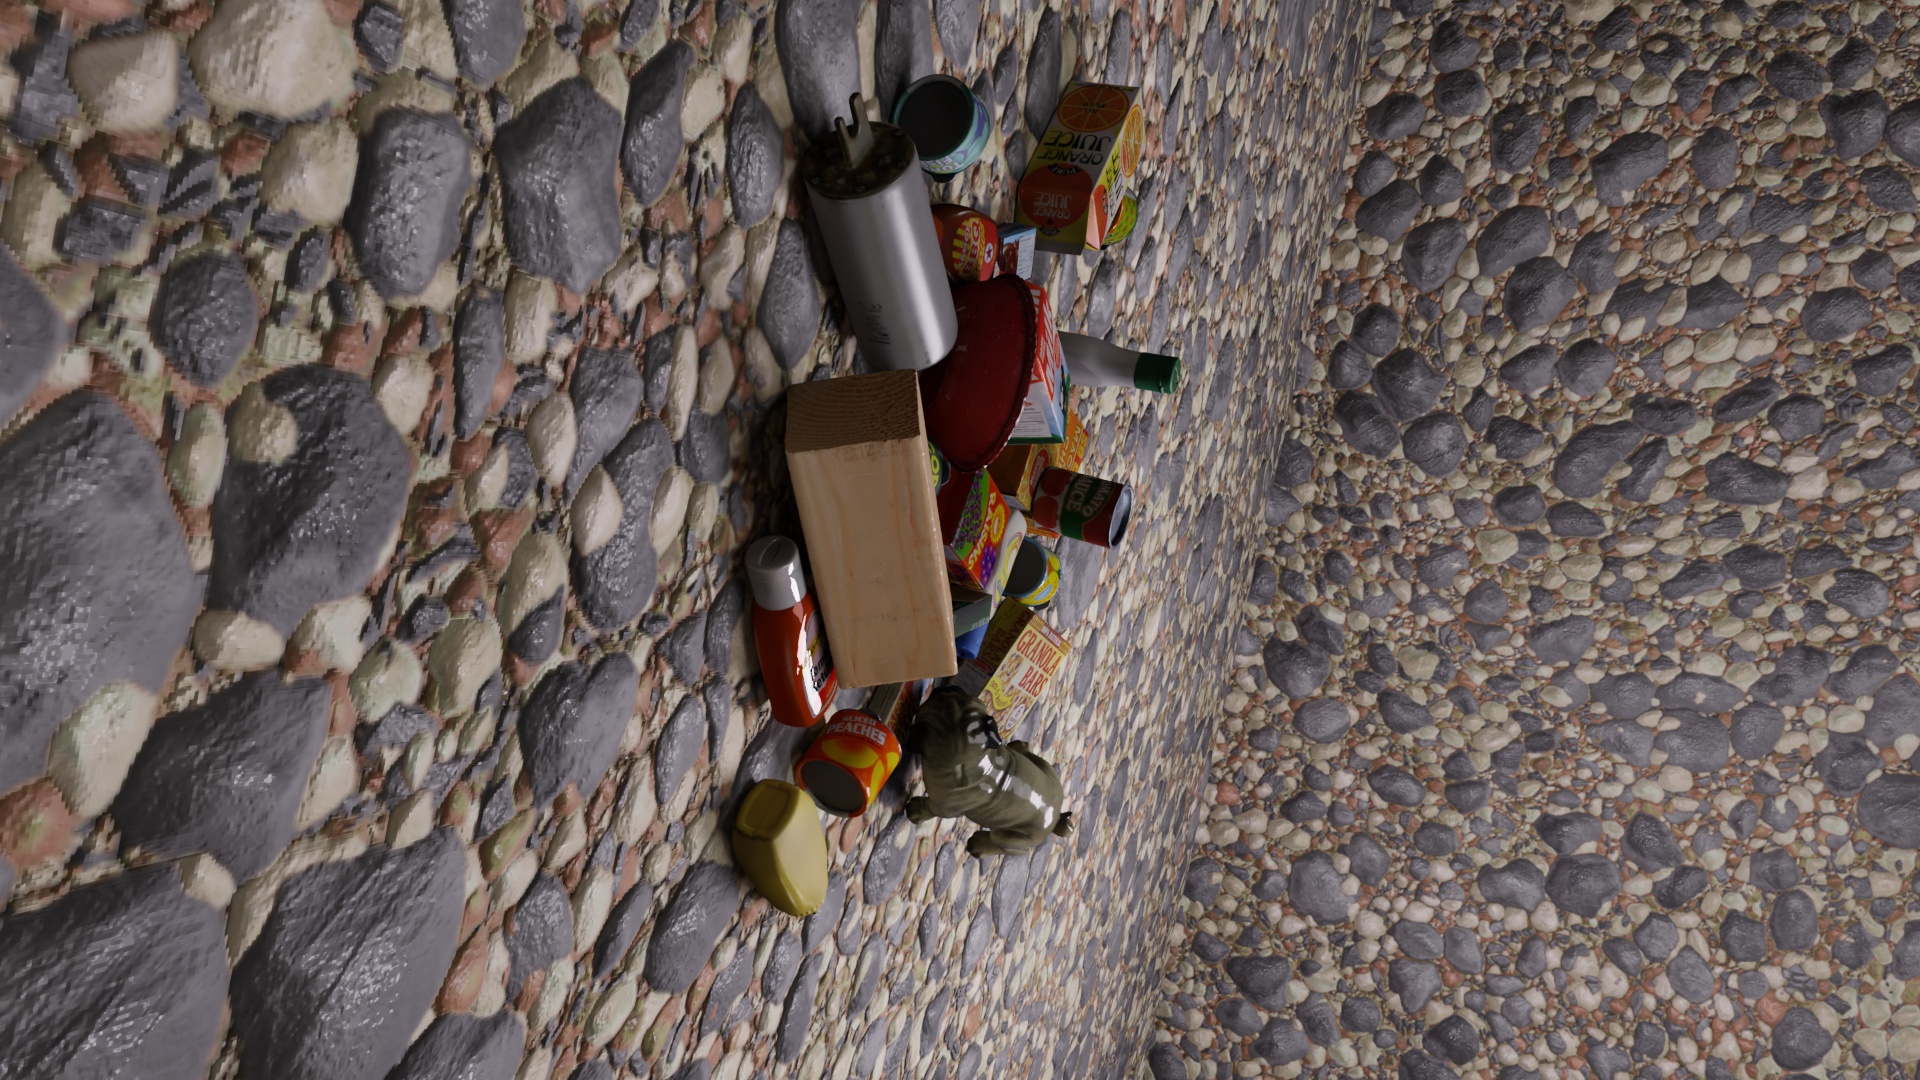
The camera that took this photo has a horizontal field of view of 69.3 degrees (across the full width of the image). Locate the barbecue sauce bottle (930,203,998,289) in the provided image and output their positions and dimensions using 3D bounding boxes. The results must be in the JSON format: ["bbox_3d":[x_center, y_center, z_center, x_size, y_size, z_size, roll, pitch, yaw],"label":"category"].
[{"bbox_3d":[-0.016,-0.231,1.072,0.149,0.044,0.064,-9,112,-68],"label":"barbecue sauce bottle"}]

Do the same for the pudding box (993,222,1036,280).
[{"bbox_3d":[0.038,-0.250,1.221,0.084,0.030,0.049,-38,138,-60],"label":"pudding box"}]

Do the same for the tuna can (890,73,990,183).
[{"bbox_3d":[-0.015,-0.297,1.001,0.033,0.071,0.071,15,88,-69],"label":"tuna can"}]

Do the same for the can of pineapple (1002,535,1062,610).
[{"bbox_3d":[0.066,0.032,1.410,0.058,0.071,0.071,30,74,-68],"label":"can of pineapple"}]

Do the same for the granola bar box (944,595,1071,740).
[{"bbox_3d":[0.048,0.133,1.418,0.124,0.039,0.165,-56,157,-4],"label":"granola bar box"}]

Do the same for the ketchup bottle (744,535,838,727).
[{"bbox_3d":[-0.120,0.062,0.974,0.065,0.043,0.148,-66,157,-43],"label":"ketchup bottle"}]

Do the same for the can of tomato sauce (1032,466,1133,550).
[{"bbox_3d":[0.122,-0.034,1.378,0.071,0.083,0.070,-49,148,-47],"label":"can of tomato sauce"}]

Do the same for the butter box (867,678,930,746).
[{"bbox_3d":[-0.055,0.139,1.218,0.053,0.024,0.104,72,36,-53],"label":"butter box"}]

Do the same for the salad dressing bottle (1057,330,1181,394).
[{"bbox_3d":[0.142,-0.174,1.373,0.064,0.148,0.044,61,46,-62],"label":"salad dressing bottle"}]

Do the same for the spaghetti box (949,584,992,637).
[{"bbox_3d":[-0.040,0.074,1.184,0.251,0.050,0.028,-18,117,-66],"label":"spaghetti box"}]

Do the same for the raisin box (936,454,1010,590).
[{"bbox_3d":[0.005,-0.016,1.262,0.123,0.040,0.086,56,49,-64],"label":"raisin box"}]

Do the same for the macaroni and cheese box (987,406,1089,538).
[{"bbox_3d":[0.079,-0.083,1.417,0.166,0.040,0.124,41,65,-67],"label":"macaroni and cheese box"}]

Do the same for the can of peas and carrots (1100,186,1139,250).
[{"bbox_3d":[0.138,-0.329,1.389,0.059,0.071,0.070,-13,114,-67],"label":"can of peas and carrots"}]

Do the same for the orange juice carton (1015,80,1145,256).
[{"bbox_3d":[0.110,-0.338,1.300,0.072,0.072,0.193,72,36,-54],"label":"orange juice carton"}]

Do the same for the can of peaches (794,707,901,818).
[{"bbox_3d":[-0.088,0.174,1.092,0.058,0.071,0.071,-53,149,-46],"label":"can of peaches"}]

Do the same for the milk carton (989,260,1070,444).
[{"bbox_3d":[0.045,-0.160,1.212,0.190,0.073,0.072,62,31,-62],"label":"milk carton"}]

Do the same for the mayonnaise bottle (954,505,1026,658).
[{"bbox_3d":[0.022,0.040,1.339,0.064,0.041,0.148,69,38,-64],"label":"mayonnaise bottle"}]

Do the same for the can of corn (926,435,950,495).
[{"bbox_3d":[-0.051,-0.054,1.047,0.058,0.071,0.071,-1,103,-68],"label":"can of corn"}]

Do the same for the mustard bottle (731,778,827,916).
[{"bbox_3d":[-0.130,0.245,1.050,0.159,0.049,0.066,82,29,-46],"label":"mustard bottle"}]
